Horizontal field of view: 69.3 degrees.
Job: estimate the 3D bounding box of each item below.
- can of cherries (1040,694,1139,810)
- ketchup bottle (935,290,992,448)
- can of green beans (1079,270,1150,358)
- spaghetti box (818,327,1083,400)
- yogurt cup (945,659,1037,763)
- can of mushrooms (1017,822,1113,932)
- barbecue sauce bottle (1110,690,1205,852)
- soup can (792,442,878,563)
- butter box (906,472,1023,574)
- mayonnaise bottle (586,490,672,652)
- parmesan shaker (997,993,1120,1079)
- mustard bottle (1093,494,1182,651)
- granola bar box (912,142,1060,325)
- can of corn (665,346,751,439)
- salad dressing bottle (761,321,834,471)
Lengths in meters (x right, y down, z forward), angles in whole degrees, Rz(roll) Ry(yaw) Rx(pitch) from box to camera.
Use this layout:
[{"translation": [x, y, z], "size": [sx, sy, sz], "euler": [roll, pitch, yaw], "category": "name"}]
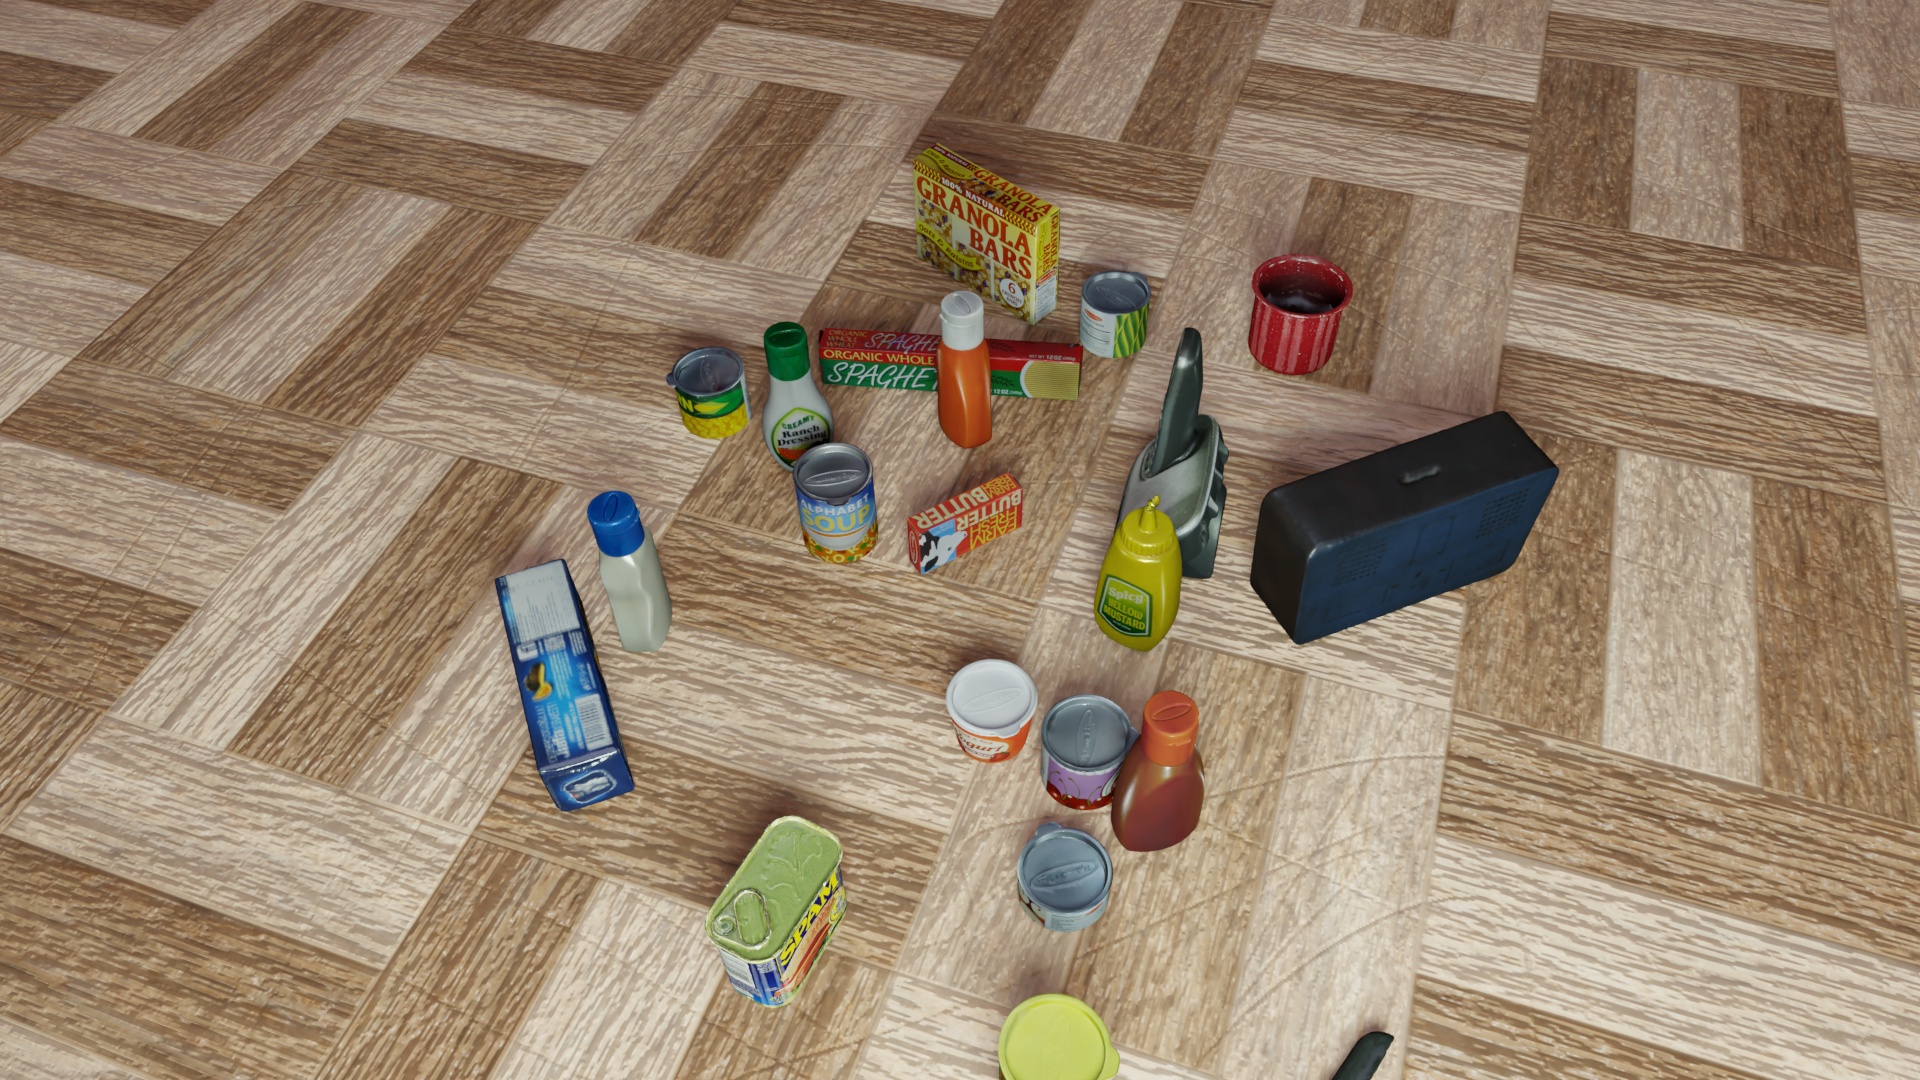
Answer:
[{"translation": [0.094, 0.157, 1.021], "size": [0.071, 0.058, 0.072], "euler": [-1, 49, 1], "category": "can of cherries"}, {"translation": [0.002, -0.153, 1.233], "size": [0.043, 0.148, 0.065], "euler": [-21, 52, -16], "category": "ketchup bottle"}, {"translation": [0.149, -0.219, 1.346], "size": [0.071, 0.057, 0.071], "euler": [-1, 49, 1], "category": "can of green beans"}, {"translation": [-0.011, -0.166, 1.310], "size": [0.250, 0.050, 0.029], "euler": [4, 50, 5], "category": "spaghetti box"}, {"translation": [0.024, 0.131, 1.049], "size": [0.072, 0.053, 0.073], "euler": [-1, 49, 1], "category": "yogurt cup"}, {"translation": [0.072, 0.235, 0.971], "size": [0.071, 0.033, 0.071], "euler": [-1, 49, 1], "category": "can of mushrooms"}, {"translation": [0.140, 0.160, 0.959], "size": [0.065, 0.147, 0.044], "euler": [-15, 51, -11], "category": "barbecue sauce bottle"}, {"translation": [-0.104, -0.028, 1.171], "size": [0.071, 0.083, 0.072], "euler": [-1, 49, 1], "category": "soup can"}, {"translation": [0.004, -0.015, 1.177], "size": [0.104, 0.052, 0.024], "euler": [-25, 53, -19], "category": "butter box"}, {"translation": [-0.259, 0.023, 1.089], "size": [0.041, 0.147, 0.065], "euler": [0, 49, 2], "category": "mayonnaise bottle"}, {"translation": [0.058, 0.329, 0.845], "size": [0.071, 0.102, 0.072], "euler": [-1, 49, 1], "category": "parmesan shaker"}, {"translation": [0.139, 0.021, 1.072], "size": [0.065, 0.159, 0.049], "euler": [24, 54, 21], "category": "mustard bottle"}, {"translation": [0.026, -0.305, 1.380], "size": [0.166, 0.123, 0.039], "euler": [36, 59, 28], "category": "granola bar box"}, {"translation": [-0.232, -0.135, 1.284], "size": [0.071, 0.058, 0.071], "euler": [-1, 49, 1], "category": "can of corn"}, {"translation": [-0.146, -0.124, 1.213], "size": [0.064, 0.146, 0.044], "euler": [-12, 50, -9], "category": "salad dressing bottle"}]
